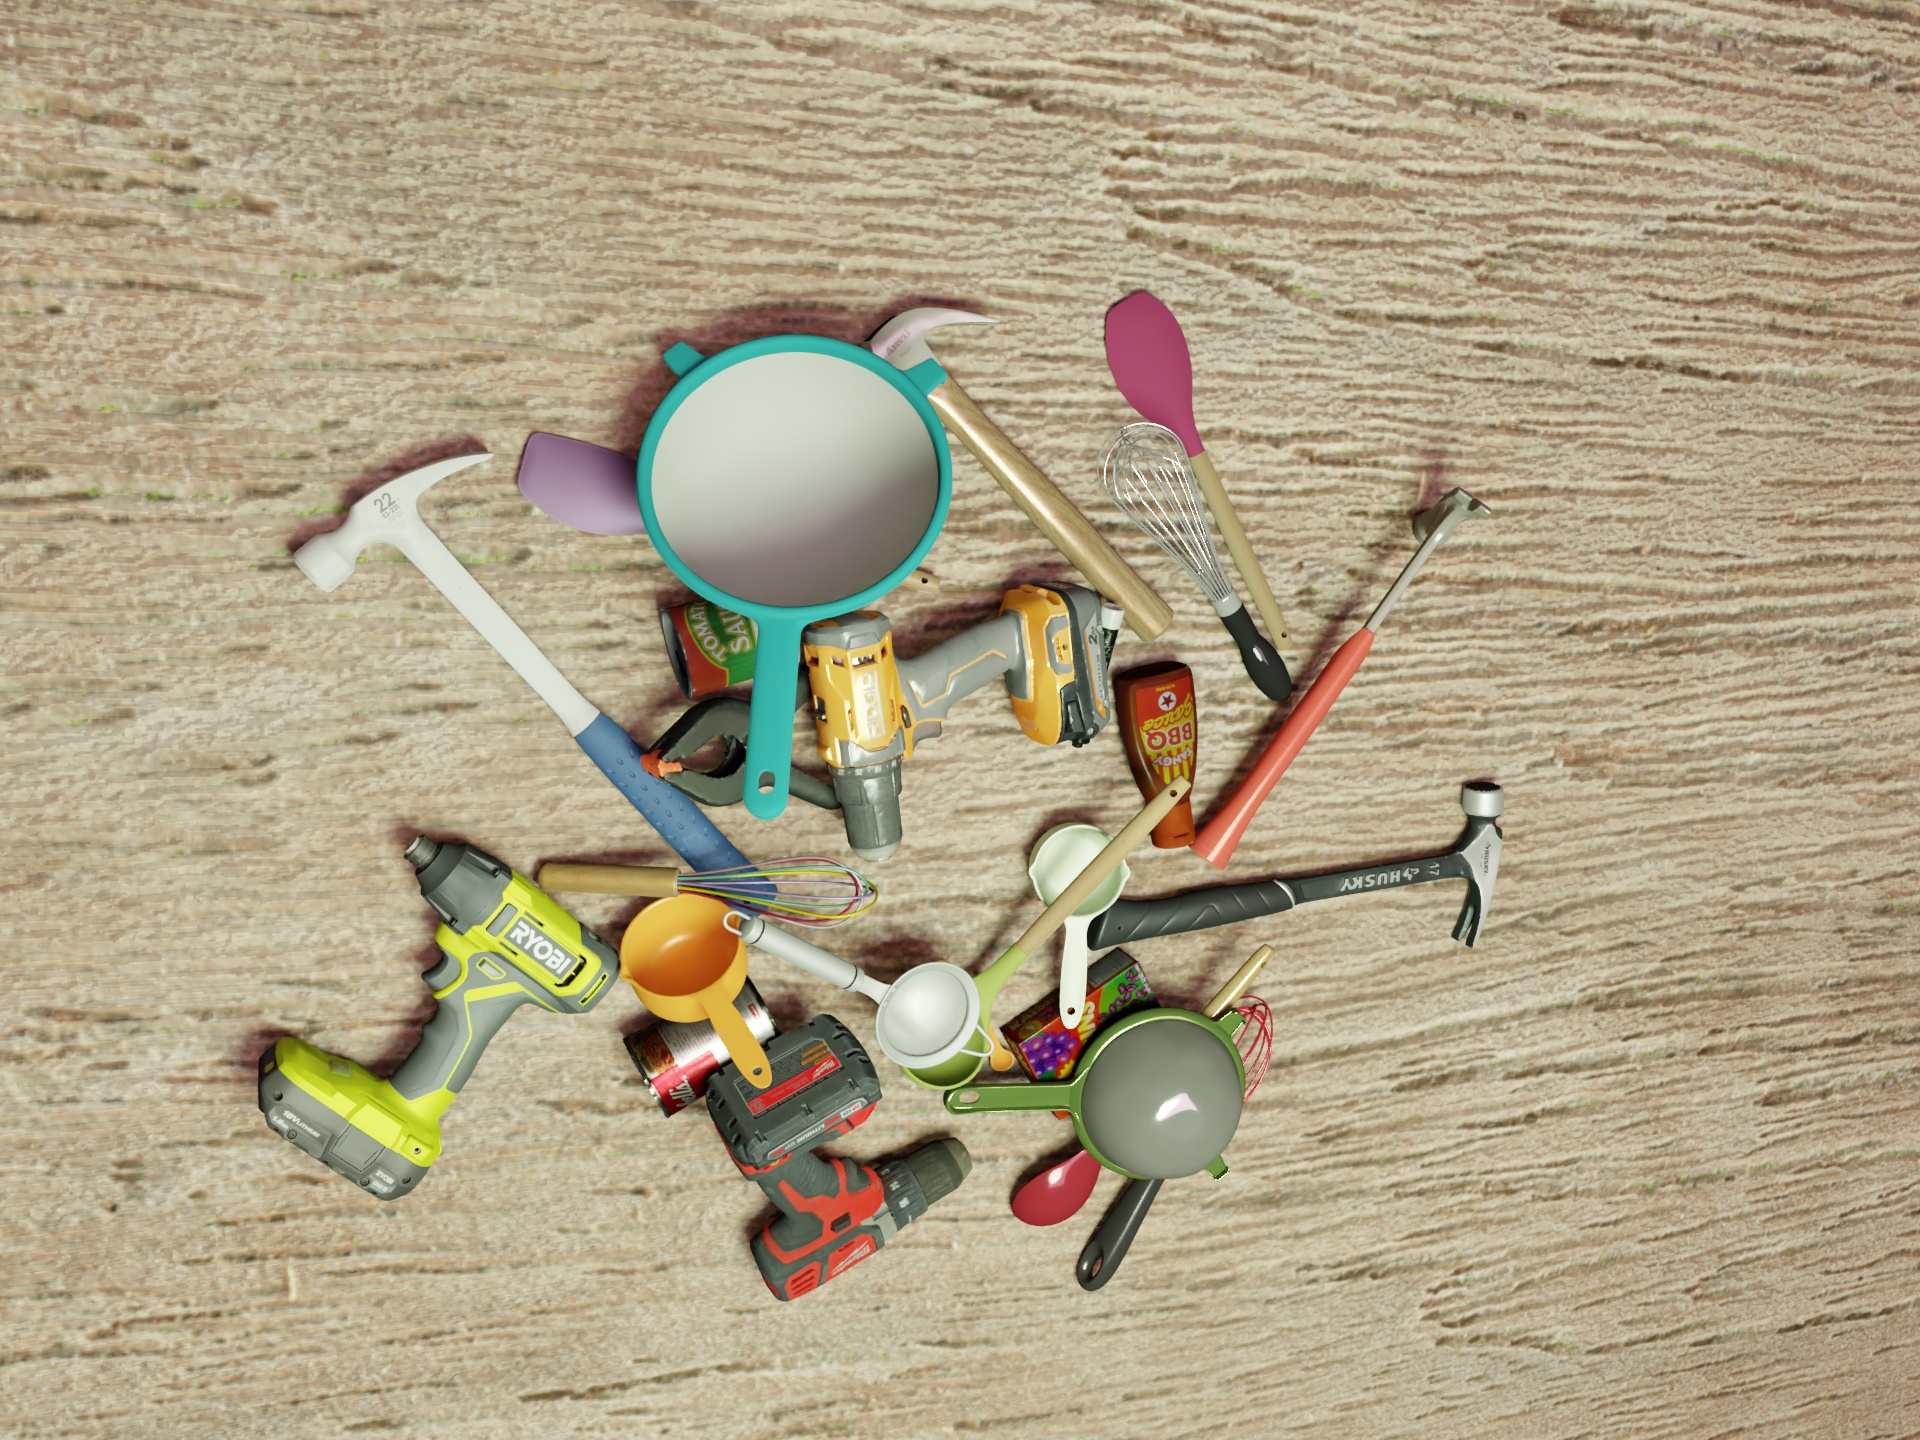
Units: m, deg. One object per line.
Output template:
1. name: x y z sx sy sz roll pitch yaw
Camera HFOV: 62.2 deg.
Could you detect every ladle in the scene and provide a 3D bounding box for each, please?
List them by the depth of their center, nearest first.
1. ladle: 0.066 0.163 1.237 0.078 0.062 0.320 42 100 -2
2. ladle: 0.157 0.309 1.328 0.315 0.031 0.069 -50 131 4

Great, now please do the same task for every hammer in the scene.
1. hammer: -0.267 -0.009 1.122 0.144 0.035 0.405 -43 112 -8
2. hammer: 0.052 -0.181 1.215 0.331 0.031 0.130 43 84 -23
3. hammer: 0.305 -0.032 1.301 0.037 0.149 0.359 35 93 4
4. hammer: 0.296 0.152 1.377 0.409 0.036 0.149 -7 104 -19

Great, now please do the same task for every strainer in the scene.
1. strainer: -0.115 -0.091 1.080 0.211 0.095 0.340 3 73 -1
2. strainer: -0.074 0.190 1.167 0.258 0.050 0.087 33 88 -36
3. strainer: 0.117 0.310 1.268 0.256 0.069 0.151 2 101 -13

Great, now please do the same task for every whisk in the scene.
1. whisk: -0.181 0.118 1.133 0.245 0.051 0.047 3 59 3
2. whisk: 0.198 -0.121 1.273 0.070 0.070 0.284 -42 117 -9
3. whisk: 0.181 0.364 1.364 0.073 0.073 0.296 29 95 -24

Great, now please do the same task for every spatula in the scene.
1. spatula: -0.159 -0.137 1.147 0.315 0.018 0.060 14 89 -22

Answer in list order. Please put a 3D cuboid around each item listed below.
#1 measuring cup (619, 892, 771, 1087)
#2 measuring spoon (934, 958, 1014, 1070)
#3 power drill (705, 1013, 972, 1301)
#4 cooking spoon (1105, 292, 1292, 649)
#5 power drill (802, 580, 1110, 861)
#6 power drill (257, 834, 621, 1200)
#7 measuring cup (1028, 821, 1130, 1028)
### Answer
1. measuring cup: -0.176 0.203 1.136 0.095 0.174 0.052 -28 146 -17
2. measuring spoon: 0.010 0.239 1.297 0.021 0.011 0.116 -30 108 3
3. power drill: -0.087 0.330 1.214 0.188 0.080 0.226 -26 132 -18
4. cooking spoon: 0.200 -0.192 1.276 0.069 0.017 0.318 -33 110 -11
5. power drill: -0.002 -0.004 1.191 0.226 0.084 0.185 -14 107 -25
6. power drill: -0.372 0.201 1.106 0.171 0.080 0.223 44 80 -24
7. measuring cup: 0.090 0.164 1.288 0.083 0.038 0.167 2 97 -9
